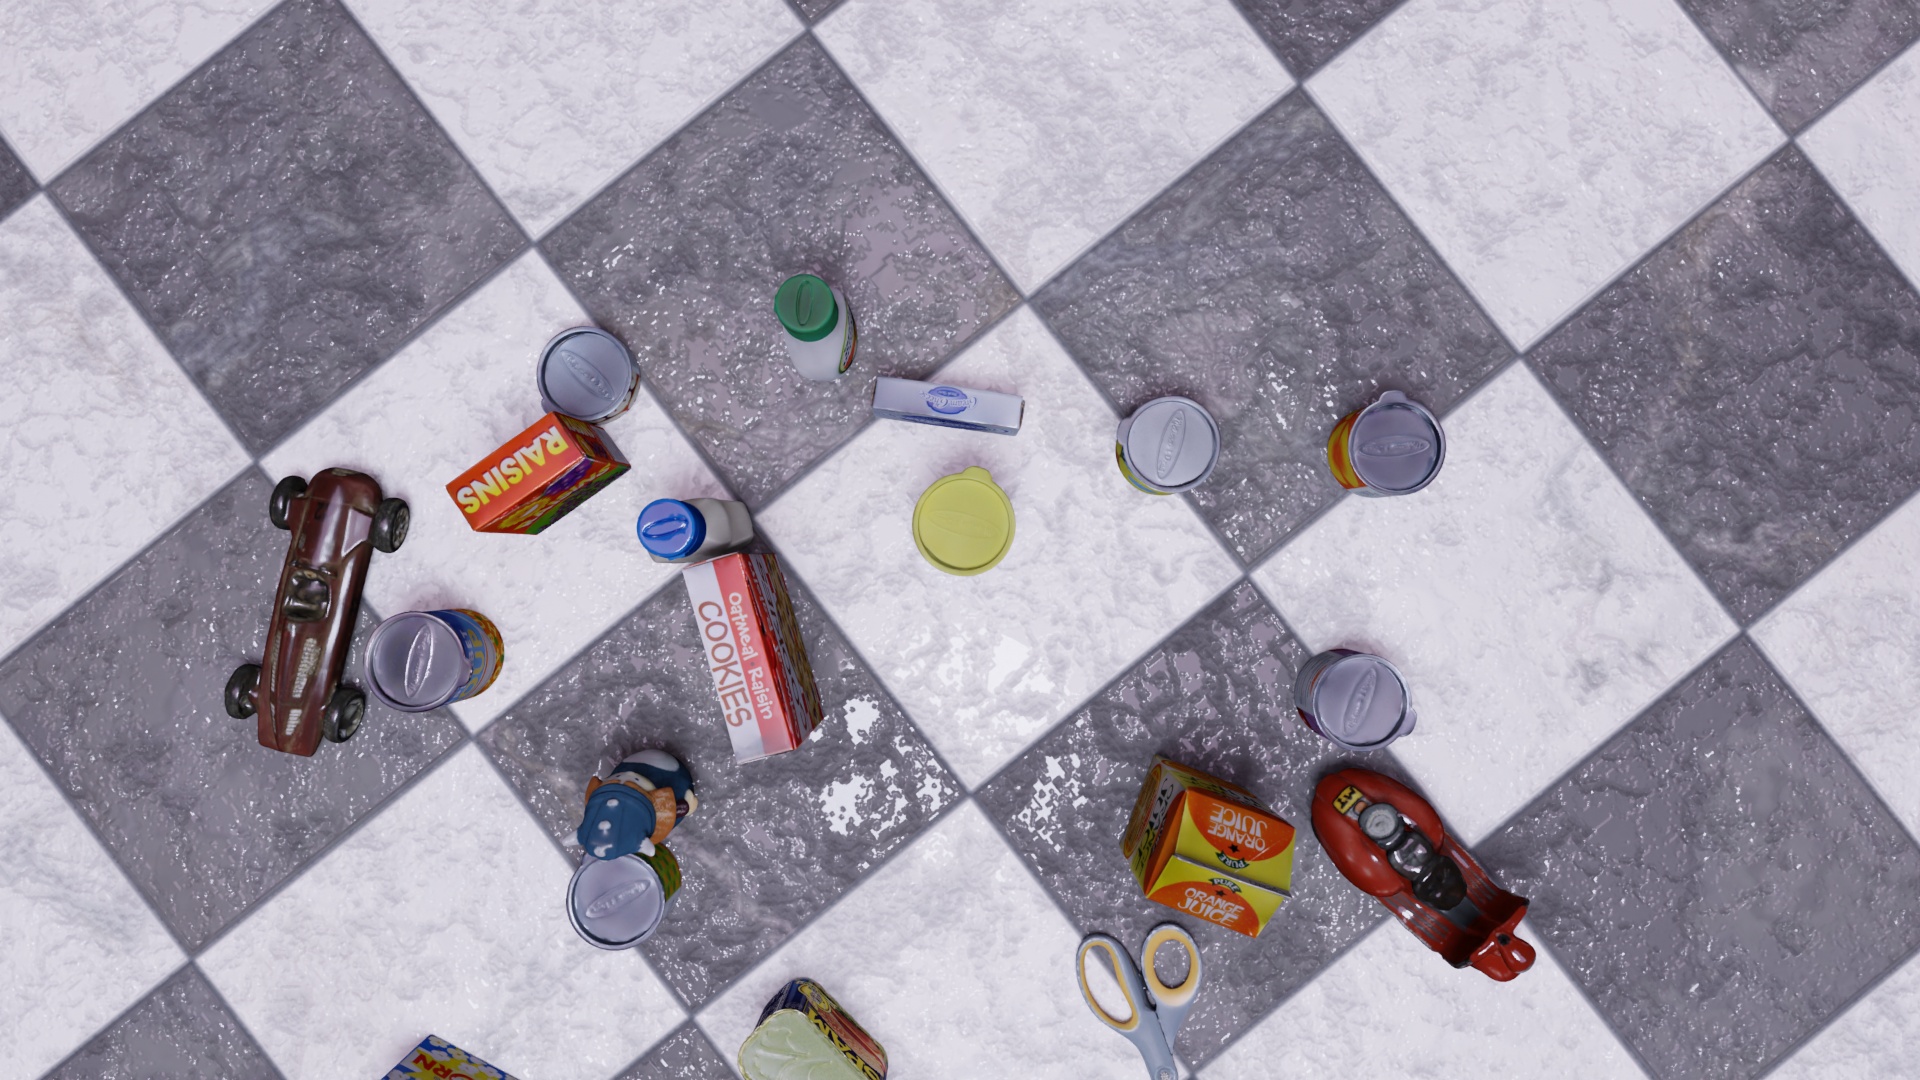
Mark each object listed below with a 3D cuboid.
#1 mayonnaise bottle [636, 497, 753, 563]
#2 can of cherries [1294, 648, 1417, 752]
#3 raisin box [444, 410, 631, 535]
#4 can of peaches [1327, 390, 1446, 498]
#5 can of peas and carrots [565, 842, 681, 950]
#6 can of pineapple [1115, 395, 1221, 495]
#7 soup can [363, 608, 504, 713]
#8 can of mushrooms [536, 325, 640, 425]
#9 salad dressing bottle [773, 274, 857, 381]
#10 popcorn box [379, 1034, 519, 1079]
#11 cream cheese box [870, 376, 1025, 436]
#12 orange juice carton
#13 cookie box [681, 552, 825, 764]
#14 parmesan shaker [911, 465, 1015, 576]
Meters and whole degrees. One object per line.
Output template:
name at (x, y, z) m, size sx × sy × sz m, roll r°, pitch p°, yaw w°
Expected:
mayonnaise bottle at (-0.177, -0.007, 0.912) m, size 0.065 × 0.148 × 0.041 m, roll -16°, pitch 89°, yaw 0°
can of cherries at (0.270, 0.110, 0.953) m, size 0.071 × 0.058 × 0.071 m, roll 0°, pitch 89°, yaw 0°
raisin box at (-0.278, -0.042, 0.925) m, size 0.086 × 0.123 × 0.040 m, roll -34°, pitch 89°, yaw -1°
can of peaches at (0.293, -0.065, 0.958) m, size 0.071 × 0.058 × 0.071 m, roll 0°, pitch 89°, yaw 0°
can of peas and carrots at (-0.230, 0.237, 0.949) m, size 0.071 × 0.058 × 0.071 m, roll 0°, pitch 89°, yaw 0°
can of pineapple at (0.141, -0.065, 0.958) m, size 0.071 × 0.058 × 0.071 m, roll 0°, pitch 89°, yaw 0°
soup can at (-0.352, 0.080, 0.941) m, size 0.071 × 0.084 × 0.071 m, roll 0°, pitch 89°, yaw 0°
can of mushrooms at (-0.261, -0.113, 0.972) m, size 0.071 × 0.033 × 0.071 m, roll 0°, pitch 88°, yaw 0°
salad dressing bottle at (-0.095, -0.142, 0.916) m, size 0.044 × 0.147 × 0.064 m, roll 5°, pitch 89°, yaw 0°
popcorn box at (-0.325, 0.389, 0.931) m, size 0.127 × 0.085 × 0.038 m, roll 27°, pitch 89°, yaw 1°
cream cheese box at (-0.008, -0.093, 0.961) m, size 0.104 × 0.053 × 0.024 m, roll 8°, pitch 89°, yaw 0°
orange juice carton at (0.156, 0.194, 0.883) m, size 0.072 × 0.192 × 0.073 m, roll 21°, pitch 89°, yaw 1°
cookie box at (-0.129, 0.070, 0.900) m, size 0.040 × 0.167 × 0.123 m, roll -17°, pitch 89°, yaw 0°
parmesan shaker at (0.003, -0.012, 0.934) m, size 0.071 × 0.103 × 0.071 m, roll 0°, pitch 89°, yaw 0°
